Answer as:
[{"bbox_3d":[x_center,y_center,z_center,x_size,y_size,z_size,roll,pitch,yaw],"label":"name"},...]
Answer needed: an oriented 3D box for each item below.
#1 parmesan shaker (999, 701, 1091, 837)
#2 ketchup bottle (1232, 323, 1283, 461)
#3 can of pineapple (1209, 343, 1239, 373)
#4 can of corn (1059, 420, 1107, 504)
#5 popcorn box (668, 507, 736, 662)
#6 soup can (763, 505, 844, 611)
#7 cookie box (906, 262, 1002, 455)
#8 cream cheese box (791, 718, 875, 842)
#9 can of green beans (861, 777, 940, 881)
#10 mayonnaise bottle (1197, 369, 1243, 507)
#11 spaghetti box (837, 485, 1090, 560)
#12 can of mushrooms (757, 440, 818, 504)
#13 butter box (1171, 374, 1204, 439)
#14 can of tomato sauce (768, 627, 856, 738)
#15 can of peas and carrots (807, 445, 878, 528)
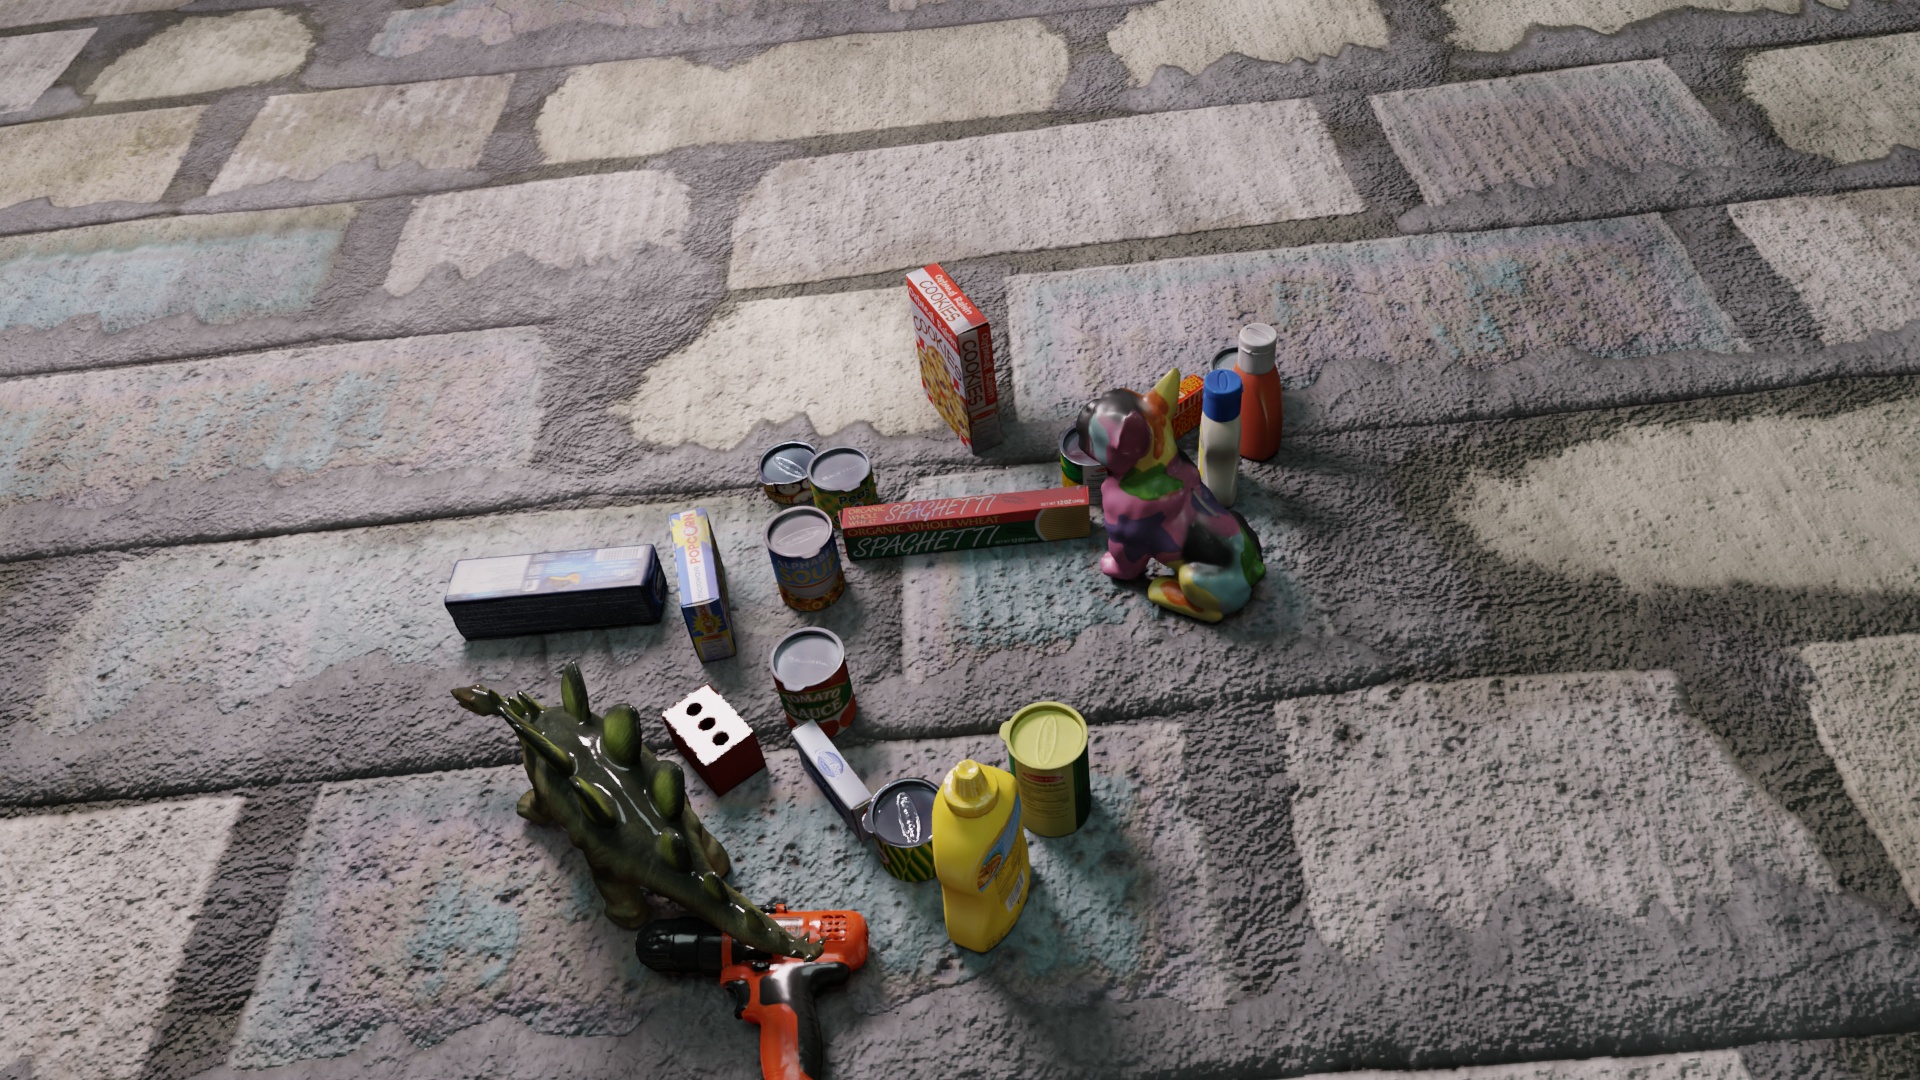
[{"bbox_3d":[0.071,0.189,1.147,0.071,0.102,0.072,-4,47,4],"label":"parmesan shaker"},{"bbox_3d":[0.297,-0.151,1.407,0.044,0.148,0.065,-37,53,-25],"label":"ketchup bottle"},{"bbox_3d":[0.300,-0.167,1.485,0.071,0.057,0.071,-4,47,4],"label":"can of pineapple"},{"bbox_3d":[0.135,-0.081,1.424,0.071,0.058,0.071,-4,47,4],"label":"can of corn"},{"bbox_3d":[-0.249,0.042,1.338,0.038,0.084,0.127,-14,47,-5],"label":"popcorn box"},{"bbox_3d":[-0.150,0.020,1.347,0.071,0.083,0.072,-4,47,4],"label":"soup can"},{"bbox_3d":[-0.005,-0.192,1.472,0.040,0.166,0.123,-24,48,-14],"label":"cookie box"},{"bbox_3d":[-0.106,0.205,1.189,0.024,0.053,0.104,-30,50,-19],"label":"cream cheese box"},{"bbox_3d":[-0.040,0.239,1.145,0.071,0.057,0.071,-4,47,4],"label":"can of green beans"},{"bbox_3d":[0.255,-0.102,1.367,0.041,0.147,0.065,0,47,7],"label":"mayonnaise bottle"},{"bbox_3d":[0.005,-0.017,1.386,0.250,0.050,0.029,-6,47,2],"label":"spaghetti box"},{"bbox_3d":[-0.181,-0.071,1.472,0.071,0.033,0.071,-4,47,4],"label":"can of mushrooms"},{"bbox_3d":[0.217,-0.128,1.461,0.104,0.052,0.024,-34,52,-23],"label":"butter box"},{"bbox_3d":[-0.131,0.130,1.242,0.071,0.082,0.071,-4,47,4],"label":"can of tomato sauce"},{"bbox_3d":[-0.119,-0.054,1.430,0.071,0.058,0.071,-4,47,4],"label":"can of peas and carrots"}]
